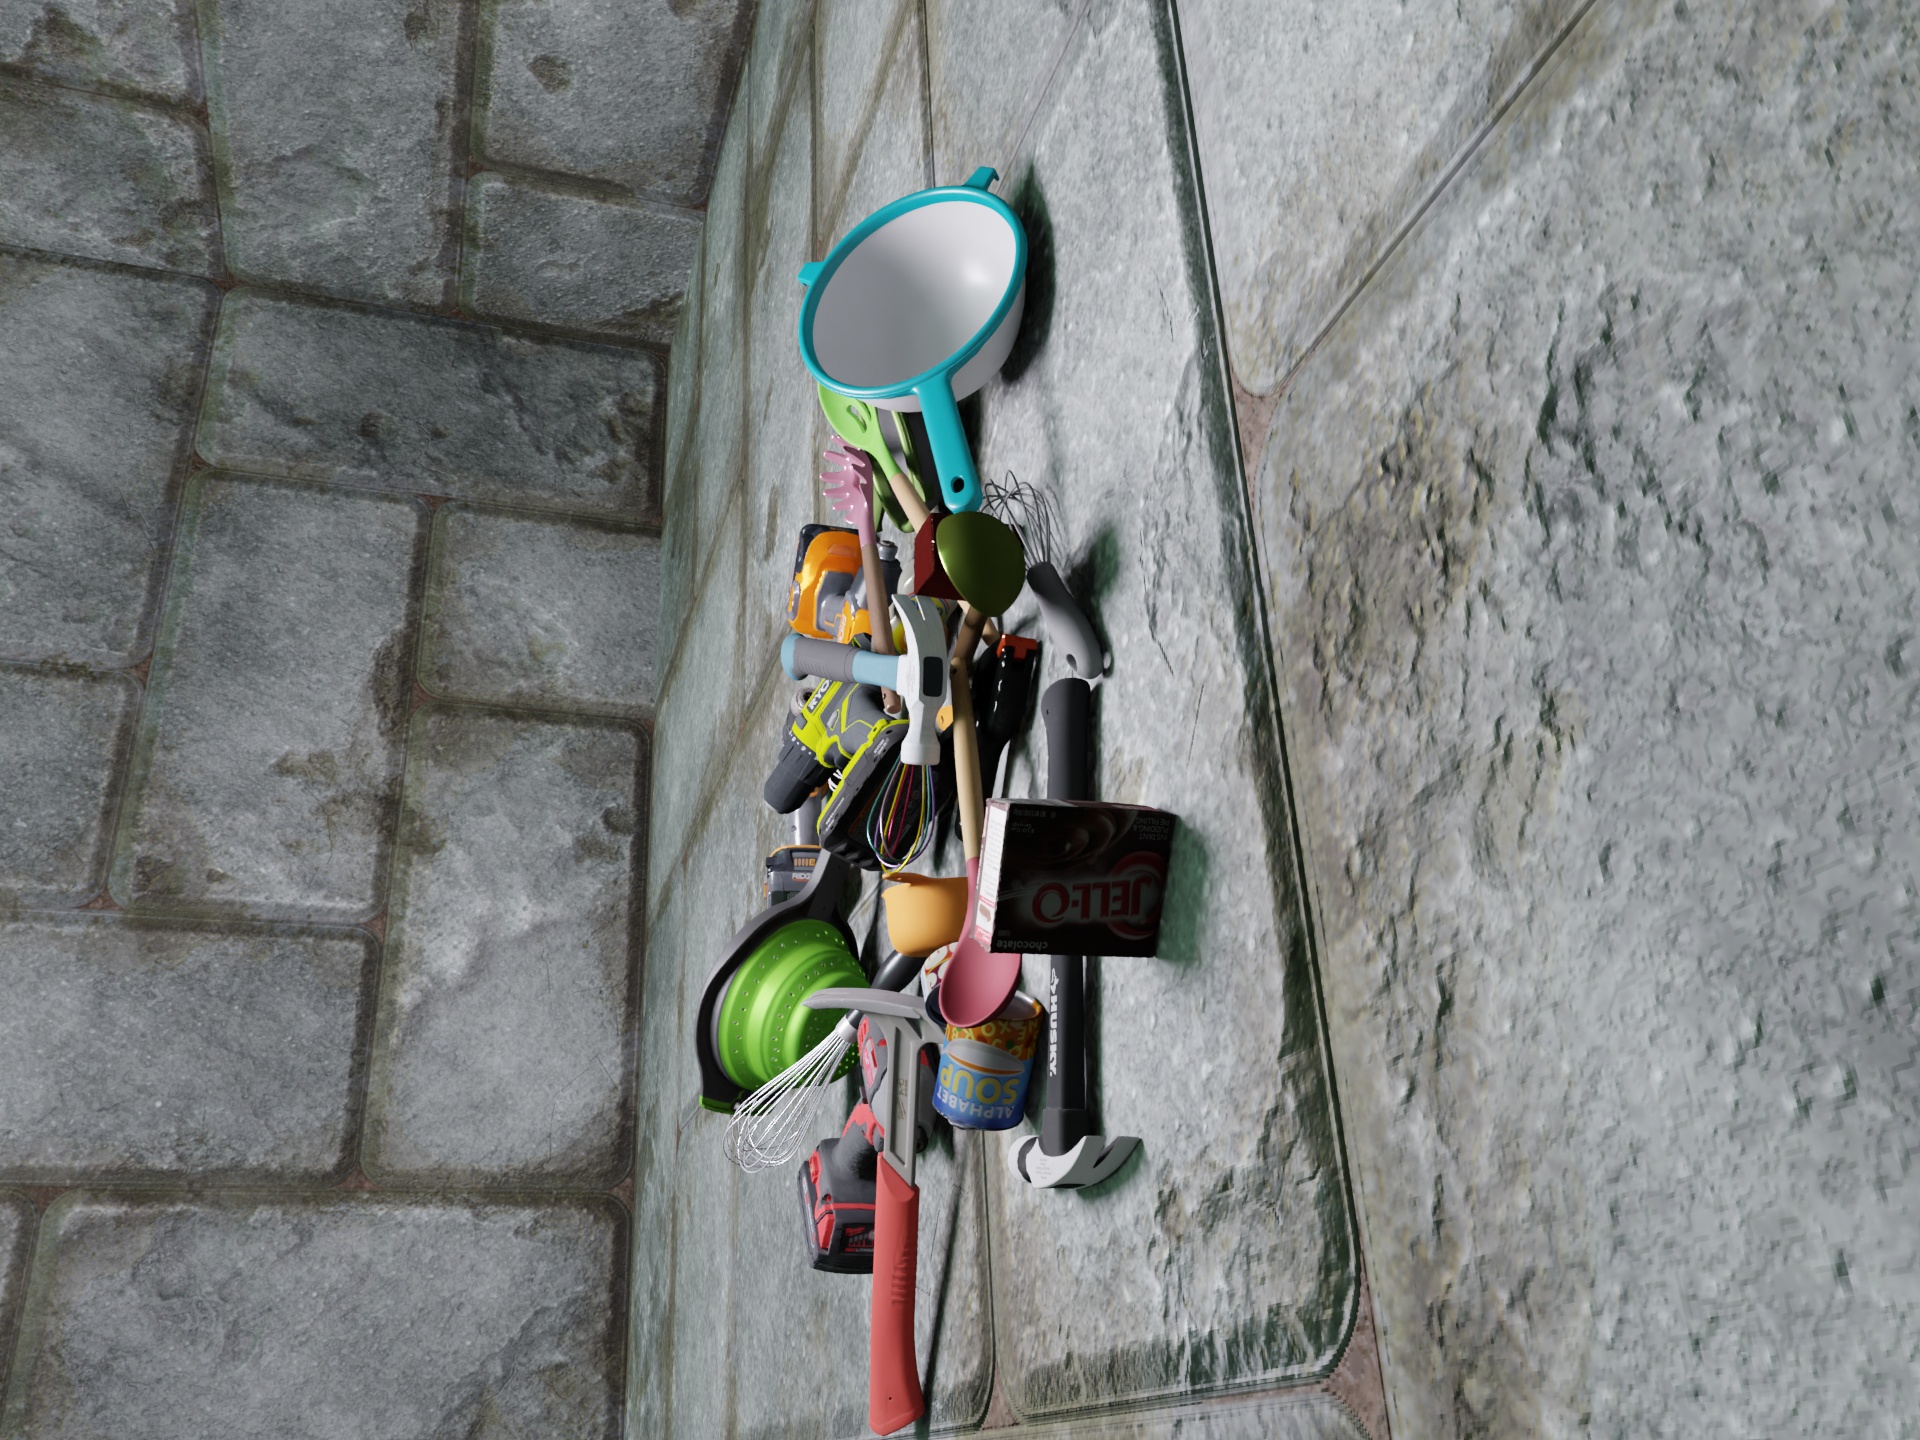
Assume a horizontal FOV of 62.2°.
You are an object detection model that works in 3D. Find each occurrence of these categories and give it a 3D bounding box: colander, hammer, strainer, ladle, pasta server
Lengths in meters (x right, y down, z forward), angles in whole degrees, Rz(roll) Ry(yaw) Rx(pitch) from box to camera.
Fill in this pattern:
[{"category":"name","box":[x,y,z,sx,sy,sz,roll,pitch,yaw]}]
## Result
[{"category":"colander","box":[-0.118,0.205,1.520,0.095,0.204,0.397,18,86,38]},{"category":"hammer","box":[0.072,0.135,1.048,0.146,0.035,0.335,143,131,-67]},{"category":"strainer","box":[-0.012,-0.283,1.300,0.095,0.211,0.341,42,-151,-53]},{"category":"ladle","box":[0.008,0.080,1.153,0.069,0.031,0.316,-25,49,26]},{"category":"strainer","box":[-0.047,-0.237,1.498,0.256,0.069,0.151,119,133,-73]},{"category":"hammer","box":[-0.088,-0.045,1.342,0.331,0.033,0.128,-167,81,-65]},{"category":"hammer","box":[-0.059,0.391,1.260,0.036,0.149,0.359,-22,-63,-69]},{"category":"ladle","box":[0.001,-0.076,1.218,0.320,0.062,0.078,111,139,-74]},{"category":"pasta server","box":[-0.085,-0.134,1.416,0.060,0.040,0.317,122,147,-45]}]

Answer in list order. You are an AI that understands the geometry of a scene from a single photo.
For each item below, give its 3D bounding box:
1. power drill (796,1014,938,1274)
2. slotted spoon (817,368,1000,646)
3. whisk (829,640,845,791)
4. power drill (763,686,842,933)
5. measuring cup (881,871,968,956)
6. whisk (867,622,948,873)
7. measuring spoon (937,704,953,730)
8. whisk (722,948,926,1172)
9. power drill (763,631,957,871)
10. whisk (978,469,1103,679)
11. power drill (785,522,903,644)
[{"category":"power drill","box":[-0.073,0.367,1.366,0.143,0.078,0.219,-111,34,-54]},{"category":"slotted spoon","box":[-0.042,-0.185,1.353,0.314,0.031,0.070,60,147,25]},{"category":"whisk","box":[-0.115,-0.007,1.664,0.247,0.058,0.059,-98,-9,-49]},{"category":"power drill","box":[-0.164,0.091,1.694,0.185,0.084,0.226,102,168,-57]},{"category":"measuring cup","box":[-0.024,0.144,1.179,0.173,0.095,0.052,35,-133,-71]},{"category":"whisk","box":[-0.038,0.018,1.306,0.047,0.051,0.245,107,173,-55]},{"category":"measuring spoon","box":[-0.002,-0.004,1.369,0.117,0.011,0.021,163,98,-75]},{"category":"whisk","box":[-0.118,0.297,1.419,0.284,0.070,0.070,-52,27,14]},{"category":"power drill","box":[-0.100,0.040,1.448,0.190,0.080,0.229,-55,29,9]},{"category":"whisk","box":[0.060,-0.108,1.151,0.239,0.055,0.055,-112,32,-47]},{"category":"power drill","box":[-0.112,-0.130,1.640,0.227,0.084,0.164,-128,47,-60]}]
